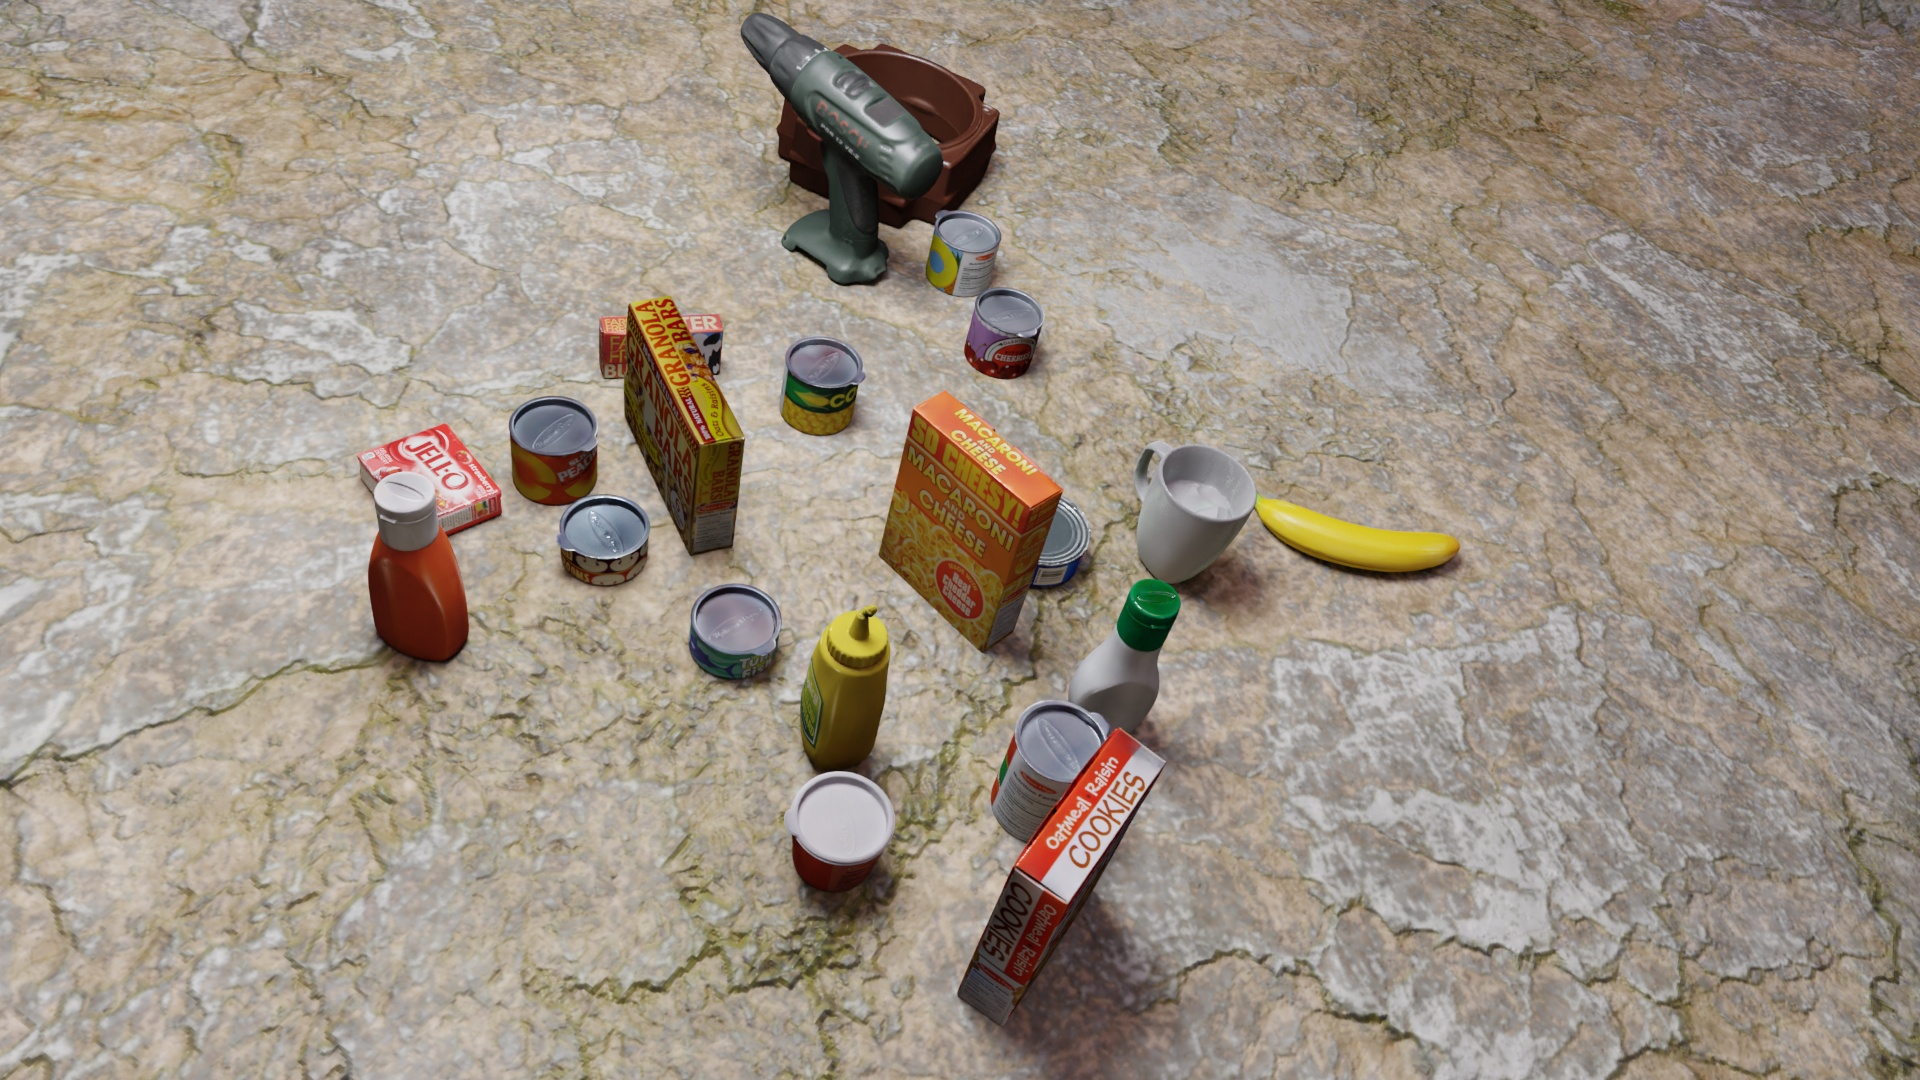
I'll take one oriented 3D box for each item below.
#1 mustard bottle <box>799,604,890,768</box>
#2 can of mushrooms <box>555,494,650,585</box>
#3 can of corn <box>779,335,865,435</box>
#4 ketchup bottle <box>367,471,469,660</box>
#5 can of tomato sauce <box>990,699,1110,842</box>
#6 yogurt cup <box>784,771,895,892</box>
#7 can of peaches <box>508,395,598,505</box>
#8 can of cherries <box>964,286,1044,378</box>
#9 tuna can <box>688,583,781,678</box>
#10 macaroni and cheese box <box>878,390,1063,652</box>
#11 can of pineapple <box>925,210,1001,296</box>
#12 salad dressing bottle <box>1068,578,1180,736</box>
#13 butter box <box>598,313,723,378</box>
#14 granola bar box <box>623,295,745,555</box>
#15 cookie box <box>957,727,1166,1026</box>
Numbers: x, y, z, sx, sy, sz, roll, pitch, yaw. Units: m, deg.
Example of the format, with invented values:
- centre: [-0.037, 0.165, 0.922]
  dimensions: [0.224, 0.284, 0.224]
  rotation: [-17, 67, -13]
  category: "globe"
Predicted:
- centre: [-0.076, 0.091, 0.934]
  dimensions: [0.049, 0.159, 0.065]
  rotation: [-5, 50, -19]
  category: "mustard bottle"
- centre: [-0.271, 0.000, 1.051]
  dimensions: [0.071, 0.033, 0.071]
  rotation: [8, 47, -8]
  category: "can of mushrooms"
- centre: [-0.119, -0.132, 1.197]
  dimensions: [0.071, 0.058, 0.071]
  rotation: [8, 47, -8]
  category: "can of corn"
- centre: [-0.366, 0.018, 0.930]
  dimensions: [0.065, 0.148, 0.044]
  rotation: [22, 47, 5]
  category: "ketchup bottle"
- centre: [0.062, 0.160, 0.962]
  dimensions: [0.071, 0.082, 0.071]
  rotation: [8, 47, -8]
  category: "can of tomato sauce"
- centre: [-0.080, 0.194, 0.912]
  dimensions: [0.072, 0.053, 0.073]
  rotation: [8, 47, -8]
  category: "yogurt cup"
- centre: [-0.316, -0.069, 1.086]
  dimensions: [0.071, 0.057, 0.071]
  rotation: [8, 47, -8]
  category: "can of peaches"
- centre: [0.041, -0.192, 1.296]
  dimensions: [0.071, 0.058, 0.072]
  rotation: [8, 47, -8]
  category: "can of cherries"
- centre: [-0.164, 0.068, 1.019]
  dimensions: [0.071, 0.032, 0.071]
  rotation: [8, 47, -8]
  category: "tuna can"
- centre: [0.004, -0.013, 1.047]
  dimensions: [0.040, 0.165, 0.124]
  rotation: [-31, 62, -35]
  category: "macaroni and cheese box"
- centre: [0.001, -0.284, 1.370]
  dimensions: [0.071, 0.057, 0.071]
  rotation: [8, 47, -8]
  category: "can of pineapple"
- centre: [0.120, 0.087, 1.000]
  dimensions: [0.064, 0.146, 0.044]
  rotation: [1, 48, -14]
  category: "salad dressing bottle"
- centre: [-0.258, -0.167, 1.195]
  dimensions: [0.104, 0.052, 0.024]
  rotation: [-4, 50, -19]
  category: "butter box"
- centre: [-0.220, -0.090, 1.086]
  dimensions: [0.039, 0.123, 0.166]
  rotation: [-14, 53, -26]
  category: "granola bar box"
- centre: [0.060, 0.209, 0.858]
  dimensions: [0.040, 0.166, 0.123]
  rotation: [32, 48, 14]
  category: "cookie box"
